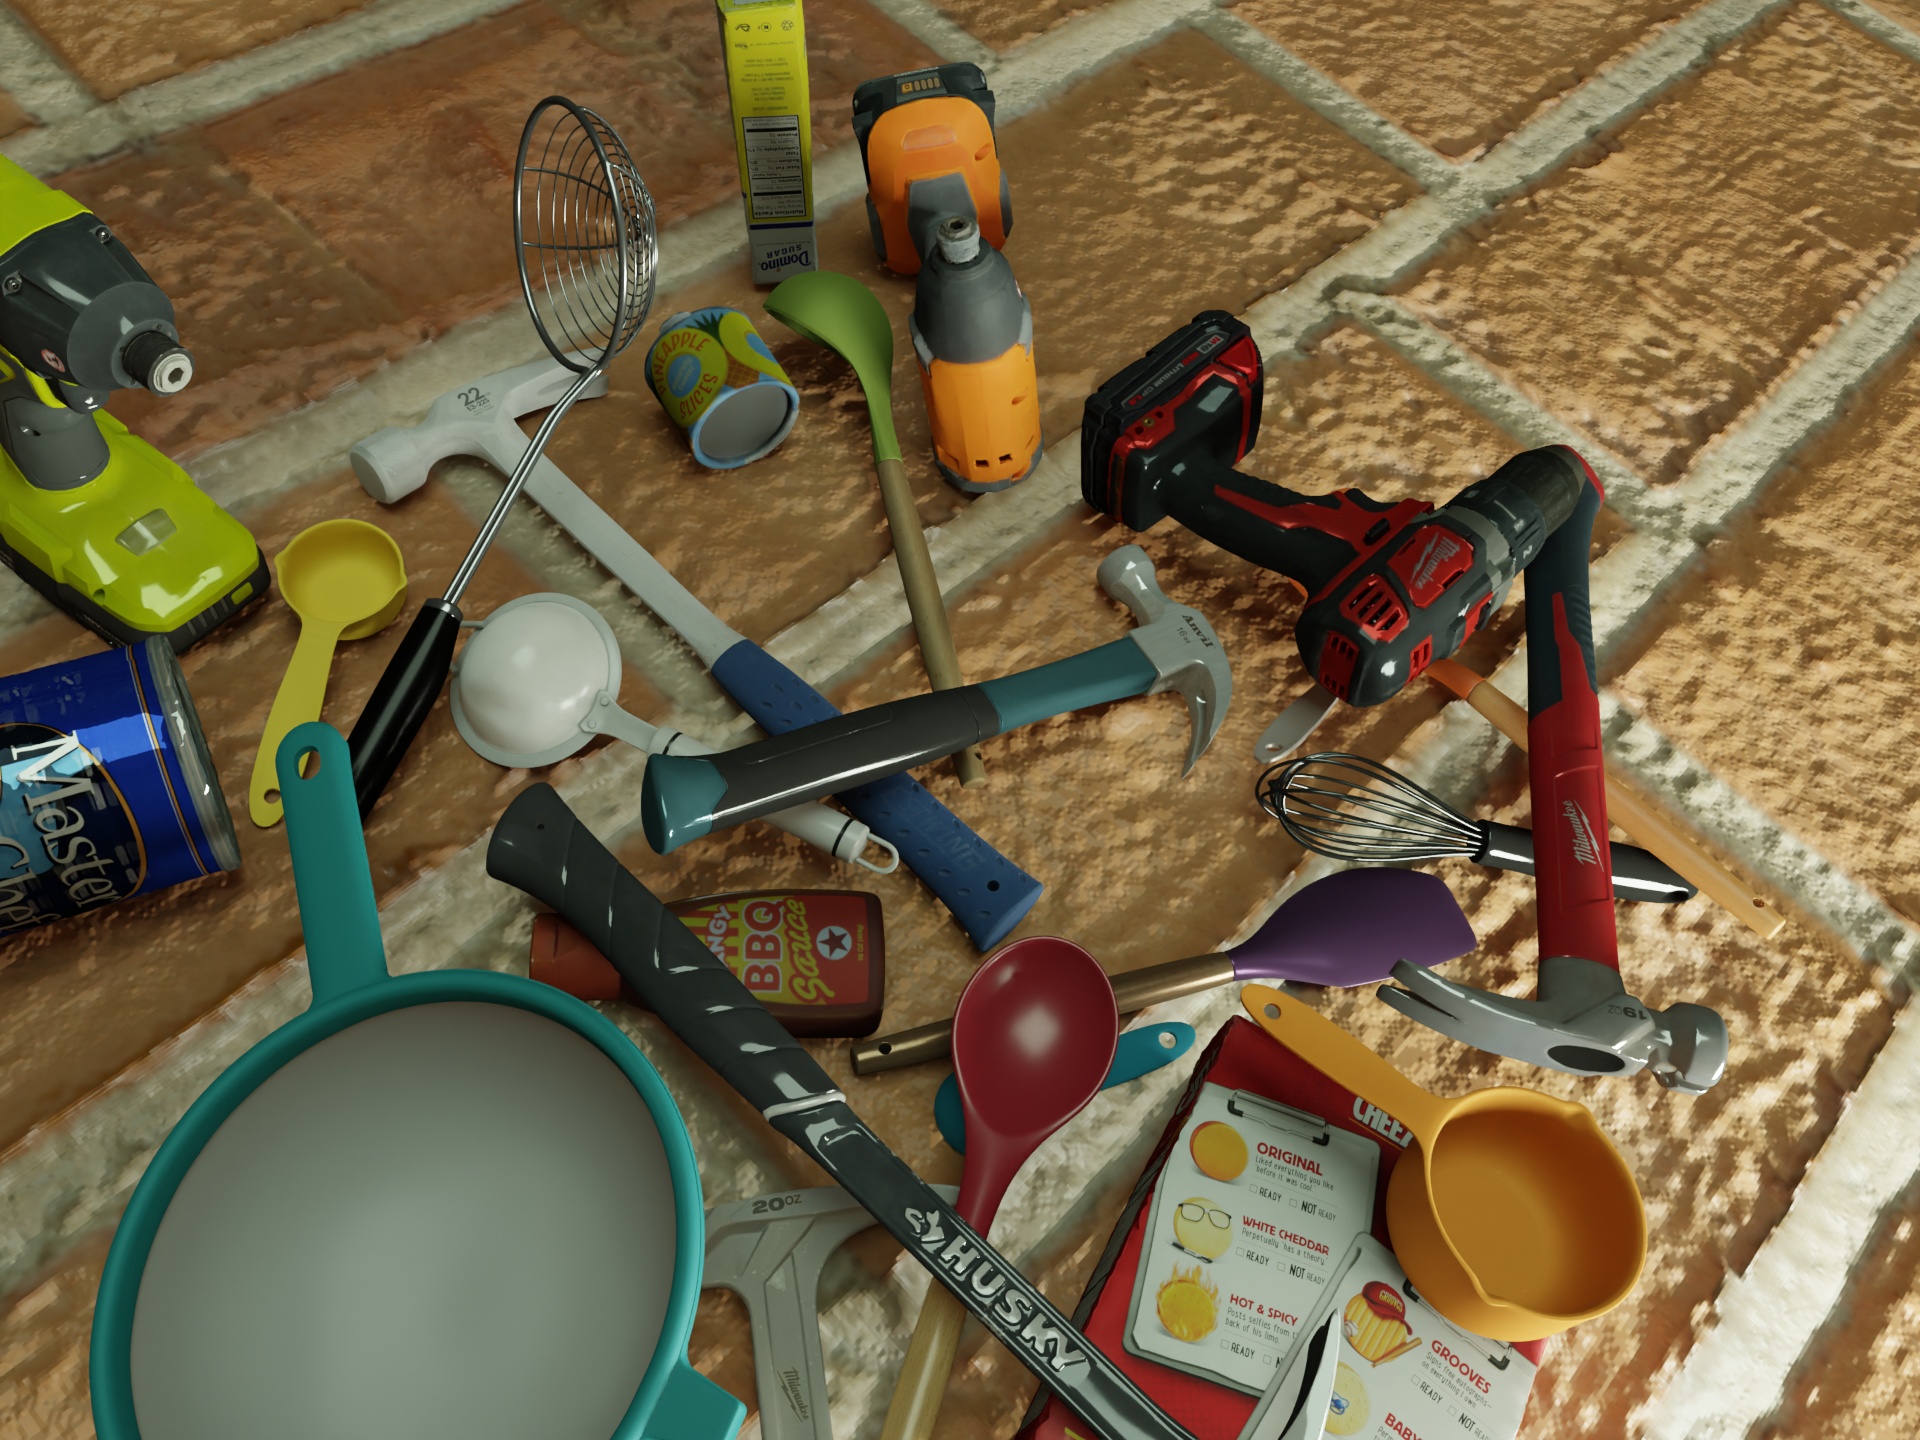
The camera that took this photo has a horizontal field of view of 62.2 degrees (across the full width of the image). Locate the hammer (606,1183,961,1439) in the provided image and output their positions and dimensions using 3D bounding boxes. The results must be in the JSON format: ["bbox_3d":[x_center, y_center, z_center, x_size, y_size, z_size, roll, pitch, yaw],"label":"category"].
[{"bbox_3d":[-0.036,0.343,0.549,0.149,0.036,0.359,-4,58,-14],"label":"hammer"}]

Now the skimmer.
[{"bbox_3d":[-0.236,-0.117,0.733,0.090,0.127,0.363,33,71,-29],"label":"skimmer"}]

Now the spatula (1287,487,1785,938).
[{"bbox_3d":[0.290,-0.006,0.829,0.081,0.041,0.323,-30,59,-27],"label":"spatula"}]

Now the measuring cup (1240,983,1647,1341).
[{"bbox_3d":[0.174,0.166,0.616,0.174,0.052,0.095,36,55,14],"label":"measuring cup"}]

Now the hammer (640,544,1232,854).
[{"bbox_3d":[-0.001,-0.002,0.747,0.331,0.033,0.128,-17,60,-35],"label":"hammer"}]

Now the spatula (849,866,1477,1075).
[{"bbox_3d":[0.099,0.118,0.736,0.316,0.018,0.060,-11,57,-20],"label":"spatula"}]

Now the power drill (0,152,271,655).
[{"bbox_3d":[-0.374,-0.130,0.674,0.171,0.223,0.080,34,57,11],"label":"power drill"}]

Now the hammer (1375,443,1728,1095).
[{"bbox_3d":[0.284,-0.006,0.789,0.143,0.038,0.387,14,51,0],"label":"hammer"}]

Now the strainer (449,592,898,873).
[{"bbox_3d":[-0.142,0.007,0.730,0.258,0.050,0.087,26,81,9],"label":"strainer"}]

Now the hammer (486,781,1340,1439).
[{"bbox_3d":[-0.041,0.156,0.601,0.409,0.036,0.149,39,58,22],"label":"hammer"}]

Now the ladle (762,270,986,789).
[{"bbox_3d":[-0.041,-0.107,0.841,0.078,0.062,0.320,21,49,-55],"label":"ladle"}]

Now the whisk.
[{"bbox_3d":[0.261,0.058,0.792,0.239,0.055,0.055,13,56,-9],"label":"whisk"}]

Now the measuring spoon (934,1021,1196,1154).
[{"bbox_3d":[0.050,0.154,0.698,0.128,0.021,0.042,-16,62,-20],"label":"measuring spoon"}]

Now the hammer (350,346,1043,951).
[{"bbox_3d":[-0.117,-0.042,0.785,0.406,0.035,0.144,42,59,16],"label":"hammer"}]

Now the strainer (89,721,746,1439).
[{"bbox_3d":[-0.206,0.154,0.600,0.211,0.095,0.341,-22,58,-4],"label":"strainer"}]

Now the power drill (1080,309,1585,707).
[{"bbox_3d":[0.195,-0.125,0.839,0.188,0.080,0.227,-39,61,-21],"label":"power drill"}]

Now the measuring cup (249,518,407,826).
[{"bbox_3d":[-0.301,-0.021,0.745,0.062,0.029,0.157,10,68,-5],"label":"measuring cup"}]

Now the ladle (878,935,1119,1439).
[{"bbox_3d":[-0.005,0.223,0.599,0.069,0.031,0.316,18,56,4],"label":"ladle"}]

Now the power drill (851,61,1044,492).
[{"bbox_3d":[-0.005,-0.260,0.874,0.084,0.164,0.227,-11,57,0],"label":"power drill"}]

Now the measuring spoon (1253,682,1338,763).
[{"bbox_3d":[0.182,-0.003,0.817,0.034,0.018,0.124,14,34,34],"label":"measuring spoon"}]
